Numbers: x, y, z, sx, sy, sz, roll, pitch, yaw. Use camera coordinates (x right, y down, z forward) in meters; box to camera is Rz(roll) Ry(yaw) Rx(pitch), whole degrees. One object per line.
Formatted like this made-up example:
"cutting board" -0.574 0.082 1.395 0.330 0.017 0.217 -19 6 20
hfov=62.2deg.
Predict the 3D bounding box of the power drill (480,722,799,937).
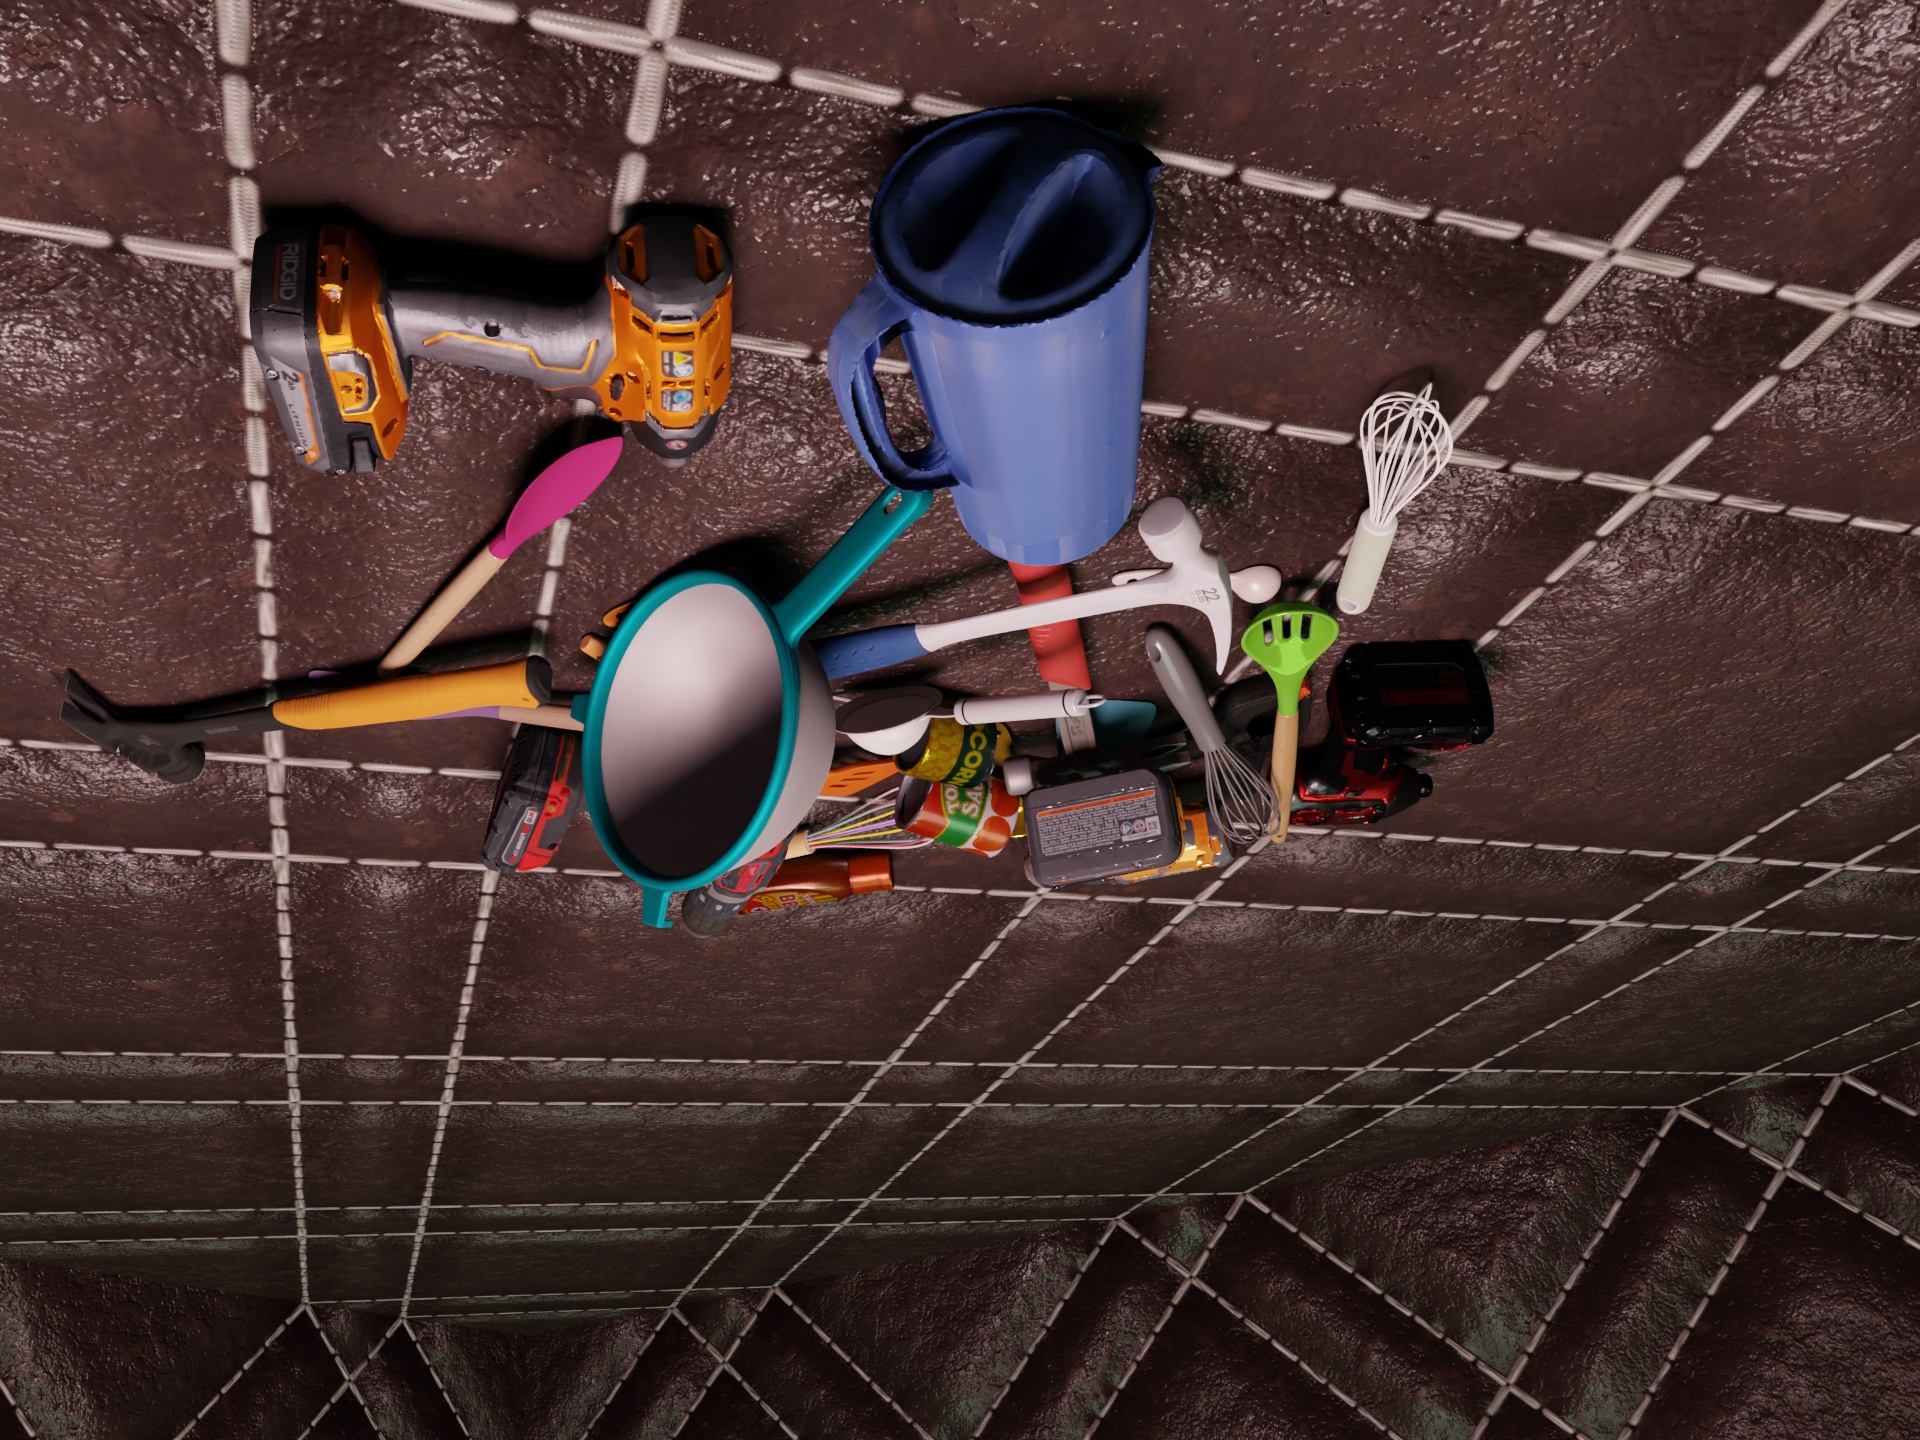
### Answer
"power drill" -0.257 0.097 1.263 0.226 0.080 0.187 16 137 -18

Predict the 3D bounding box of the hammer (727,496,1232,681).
"hammer" -0.012 -0.054 1.073 0.405 0.035 0.143 -10 143 26

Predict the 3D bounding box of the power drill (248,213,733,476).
"power drill" -0.233 -0.184 0.830 0.226 0.084 0.164 -4 152 -11

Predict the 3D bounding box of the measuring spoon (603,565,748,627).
"measuring spoon" -0.195 -0.085 1.083 0.117 0.011 0.021 -16 134 22

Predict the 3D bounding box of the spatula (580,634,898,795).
"spatula" -0.163 0.001 1.228 0.081 0.041 0.322 -27 140 29

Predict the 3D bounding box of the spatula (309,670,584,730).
"spatula" -0.312 -0.004 1.169 0.316 0.018 0.059 7 149 -9

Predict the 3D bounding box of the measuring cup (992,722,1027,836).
"measuring cup" 0.039 0.043 1.345 0.062 0.029 0.156 -6 139 5

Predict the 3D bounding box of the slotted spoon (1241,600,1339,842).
"slotted spoon" 0.253 0.007 1.244 0.070 0.031 0.313 -5 142 5

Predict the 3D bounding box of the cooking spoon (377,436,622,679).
"cooking spoon" -0.307 -0.098 1.017 0.319 0.017 0.069 -33 178 42

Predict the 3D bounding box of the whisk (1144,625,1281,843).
"whisk" 0.194 0.014 1.240 0.055 0.055 0.238 -18 127 20

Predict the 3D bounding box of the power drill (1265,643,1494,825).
"power drill" 0.348 0.023 1.311 0.143 0.079 0.219 -1 153 -7

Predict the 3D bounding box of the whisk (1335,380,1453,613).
"whisk" 0.278 -0.137 1.048 0.058 0.059 0.246 27 159 15

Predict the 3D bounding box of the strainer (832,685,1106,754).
"strainer" -0.002 -0.004 1.140 0.258 0.050 0.087 -5 -158 41

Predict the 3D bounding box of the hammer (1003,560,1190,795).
"hammer" 0.080 -0.052 1.142 0.149 0.037 0.358 -11 147 5

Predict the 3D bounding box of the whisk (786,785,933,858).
"whisk" -0.112 0.101 1.396 0.245 0.047 0.051 -14 138 23

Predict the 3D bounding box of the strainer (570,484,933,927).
"strainer" -0.110 -0.029 1.027 0.340 0.211 0.095 -43 146 26

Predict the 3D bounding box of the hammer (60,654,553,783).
"hammer" -0.447 -0.011 1.110 0.337 0.034 0.127 -8 154 11

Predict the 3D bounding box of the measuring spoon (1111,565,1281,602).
"measuring spoon" 0.168 -0.094 1.124 0.124 0.018 0.034 0 150 -10

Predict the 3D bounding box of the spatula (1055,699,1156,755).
"spatula" 0.097 0.071 1.400 0.082 0.044 0.317 0 155 -9

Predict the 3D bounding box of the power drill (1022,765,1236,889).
"power drill" 0.118 0.100 1.312 0.185 0.084 0.226 -13 167 18
